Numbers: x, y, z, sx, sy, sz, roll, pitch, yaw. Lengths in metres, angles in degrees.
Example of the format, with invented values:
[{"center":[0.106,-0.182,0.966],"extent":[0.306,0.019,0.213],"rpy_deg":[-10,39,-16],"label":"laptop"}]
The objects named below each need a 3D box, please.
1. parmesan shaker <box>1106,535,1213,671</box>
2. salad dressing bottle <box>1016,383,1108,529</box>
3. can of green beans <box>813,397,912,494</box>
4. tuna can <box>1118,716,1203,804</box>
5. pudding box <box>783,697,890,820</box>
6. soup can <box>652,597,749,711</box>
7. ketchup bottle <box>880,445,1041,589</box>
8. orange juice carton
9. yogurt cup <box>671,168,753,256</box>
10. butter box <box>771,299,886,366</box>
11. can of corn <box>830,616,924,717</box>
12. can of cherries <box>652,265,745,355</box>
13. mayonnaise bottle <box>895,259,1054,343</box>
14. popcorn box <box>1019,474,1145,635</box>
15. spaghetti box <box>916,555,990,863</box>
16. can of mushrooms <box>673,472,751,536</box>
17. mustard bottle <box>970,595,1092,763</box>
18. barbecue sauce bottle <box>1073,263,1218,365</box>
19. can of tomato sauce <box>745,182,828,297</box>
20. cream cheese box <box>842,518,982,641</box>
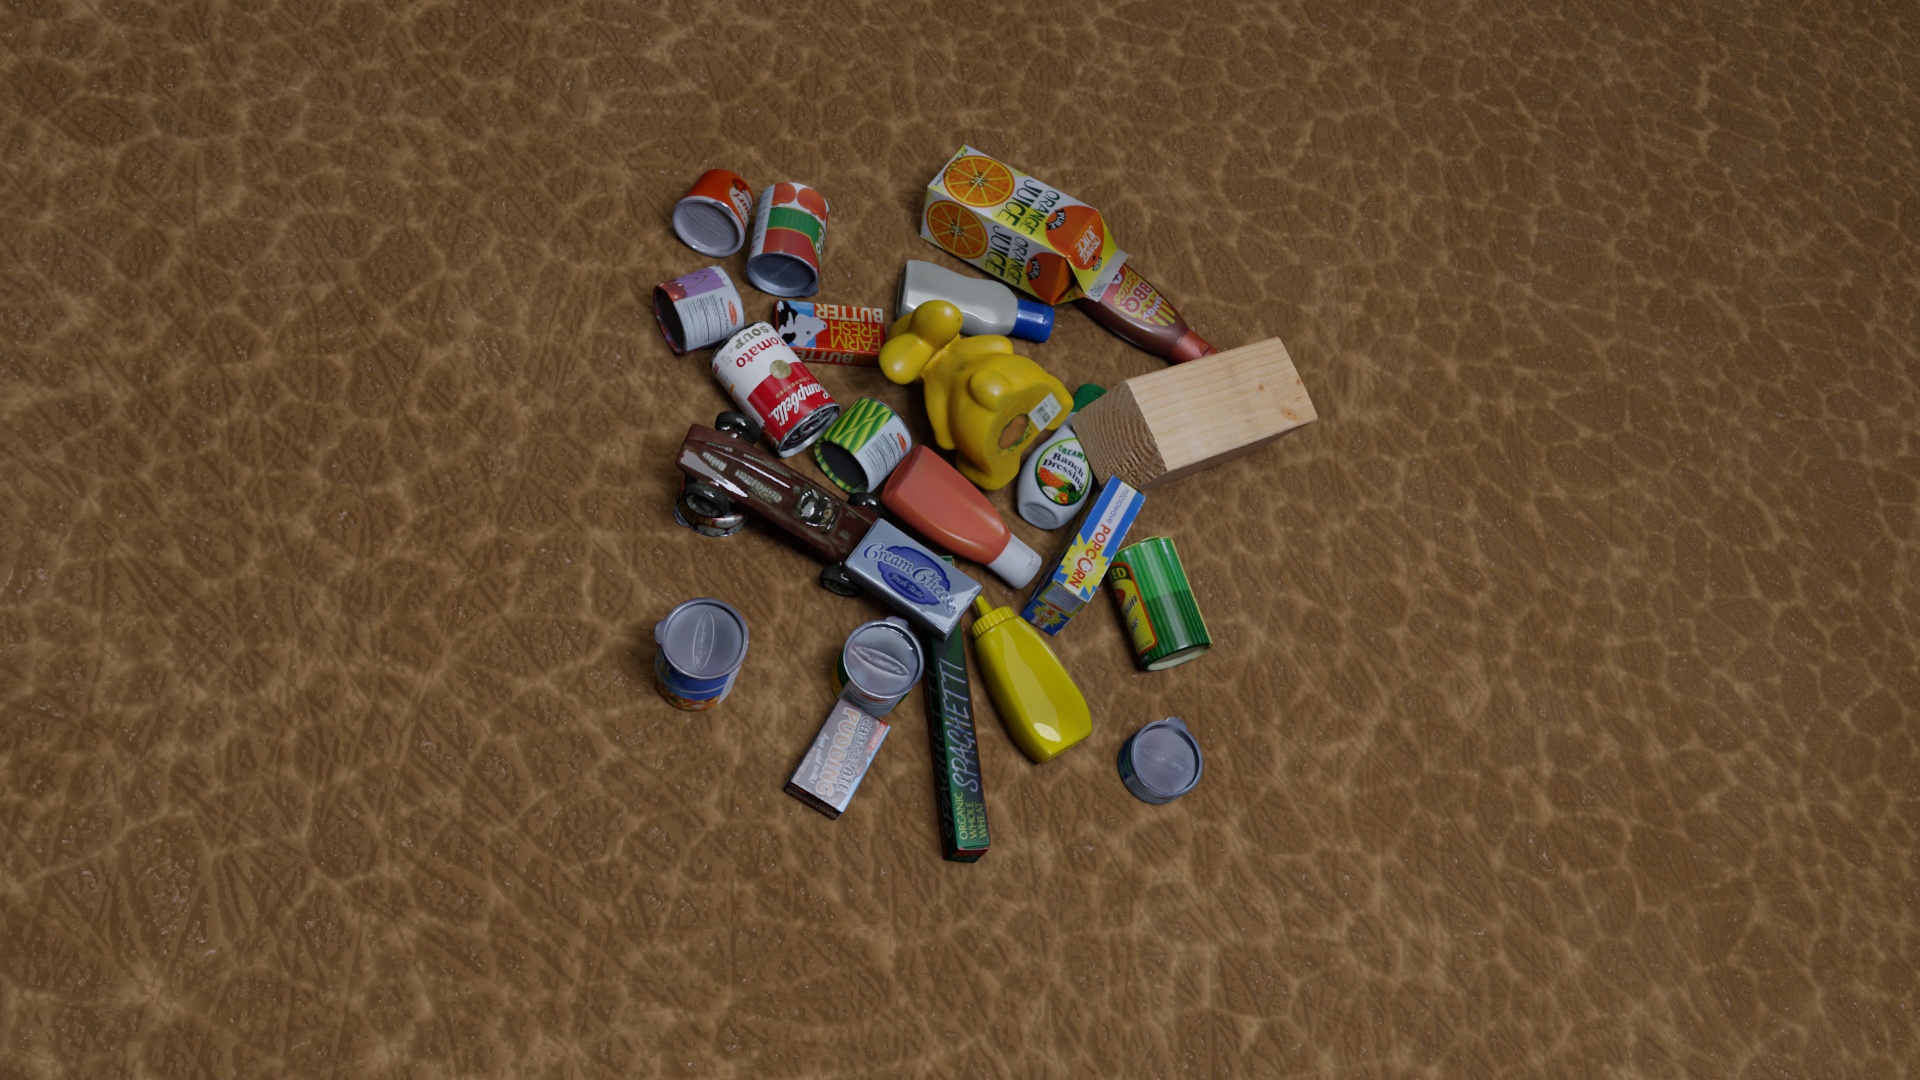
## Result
[{"center":[0.175,0.056,1.224],"extent":[0.071,0.071,0.103],"rpy_deg":[-11,70,-22],"label":"parmesan shaker"},{"center":[0.099,-0.080,1.280],"extent":[0.064,0.043,0.148],"rpy_deg":[31,60,-9],"label":"salad dressing bottle"},{"center":[-0.085,-0.081,1.208],"extent":[0.071,0.071,0.058],"rpy_deg":[41,61,3],"label":"can of green beans"},{"center":[0.171,0.187,1.183],"extent":[0.071,0.032,0.071],"rpy_deg":[7,64,-15],"label":"tuna can"},{"center":[-0.097,0.173,1.105],"extent":[0.049,0.030,0.084],"rpy_deg":[32,61,-2],"label":"pudding box"},{"center":[-0.206,0.089,1.079],"extent":[0.071,0.083,0.071],"rpy_deg":[7,64,-15],"label":"soup can"},{"center":[0.004,-0.015,1.200],"extent":[0.148,0.043,0.065],"rpy_deg":[38,56,-16],"label":"ketchup bottle"},{"center":[0.063,-0.295,1.334],"extent":[0.193,0.072,0.072],"rpy_deg":[29,60,10],"label":"orange juice carton"},{"center":[-0.223,-0.302,1.270],"extent":[0.072,0.072,0.054],"rpy_deg":[22,53,-7],"label":"yogurt cup"},{"center":[-0.120,-0.189,1.272],"extent":[0.104,0.024,0.053],"rpy_deg":[2,65,-17],"label":"butter box"},{"center":[-0.068,0.103,1.131],"extent":[0.071,0.058,0.071],"rpy_deg":[7,64,-15],"label":"can of corn"},{"center":[-0.231,-0.202,1.221],"extent":[0.058,0.071,0.071],"rpy_deg":[-25,76,-25],"label":"can of cherries"},{"center":[0.014,-0.221,1.322],"extent":[0.148,0.041,0.065],"rpy_deg":[12,63,-14],"label":"mayonnaise bottle"},{"center":[0.107,0.013,1.215],"extent":[0.038,0.085,0.127],"rpy_deg":[34,60,-2],"label":"popcorn box"},{"center":[-0.009,0.136,1.140],"extent":[0.029,0.050,0.251],"rpy_deg":[-1,66,-16],"label":"spaghetti box"},{"center":[-0.206,-0.038,1.168],"extent":[0.071,0.033,0.071],"rpy_deg":[7,64,-15],"label":"can of mushrooms"},{"center":[0.050,0.107,1.173],"extent":[0.065,0.048,0.160],"rpy_deg":[-22,73,-26],"label":"mustard bottle"},{"center":[0.186,-0.218,1.373],"extent":[0.148,0.043,0.065],"rpy_deg":[38,61,2],"label":"barbecue sauce bottle"},{"center":[-0.156,-0.276,1.277],"extent":[0.071,0.071,0.083],"rpy_deg":[12,62,-13],"label":"can of tomato sauce"},{"center":[-0.040,0.032,1.137],"extent":[0.104,0.024,0.053],"rpy_deg":[34,63,5],"label":"cream cheese box"}]
